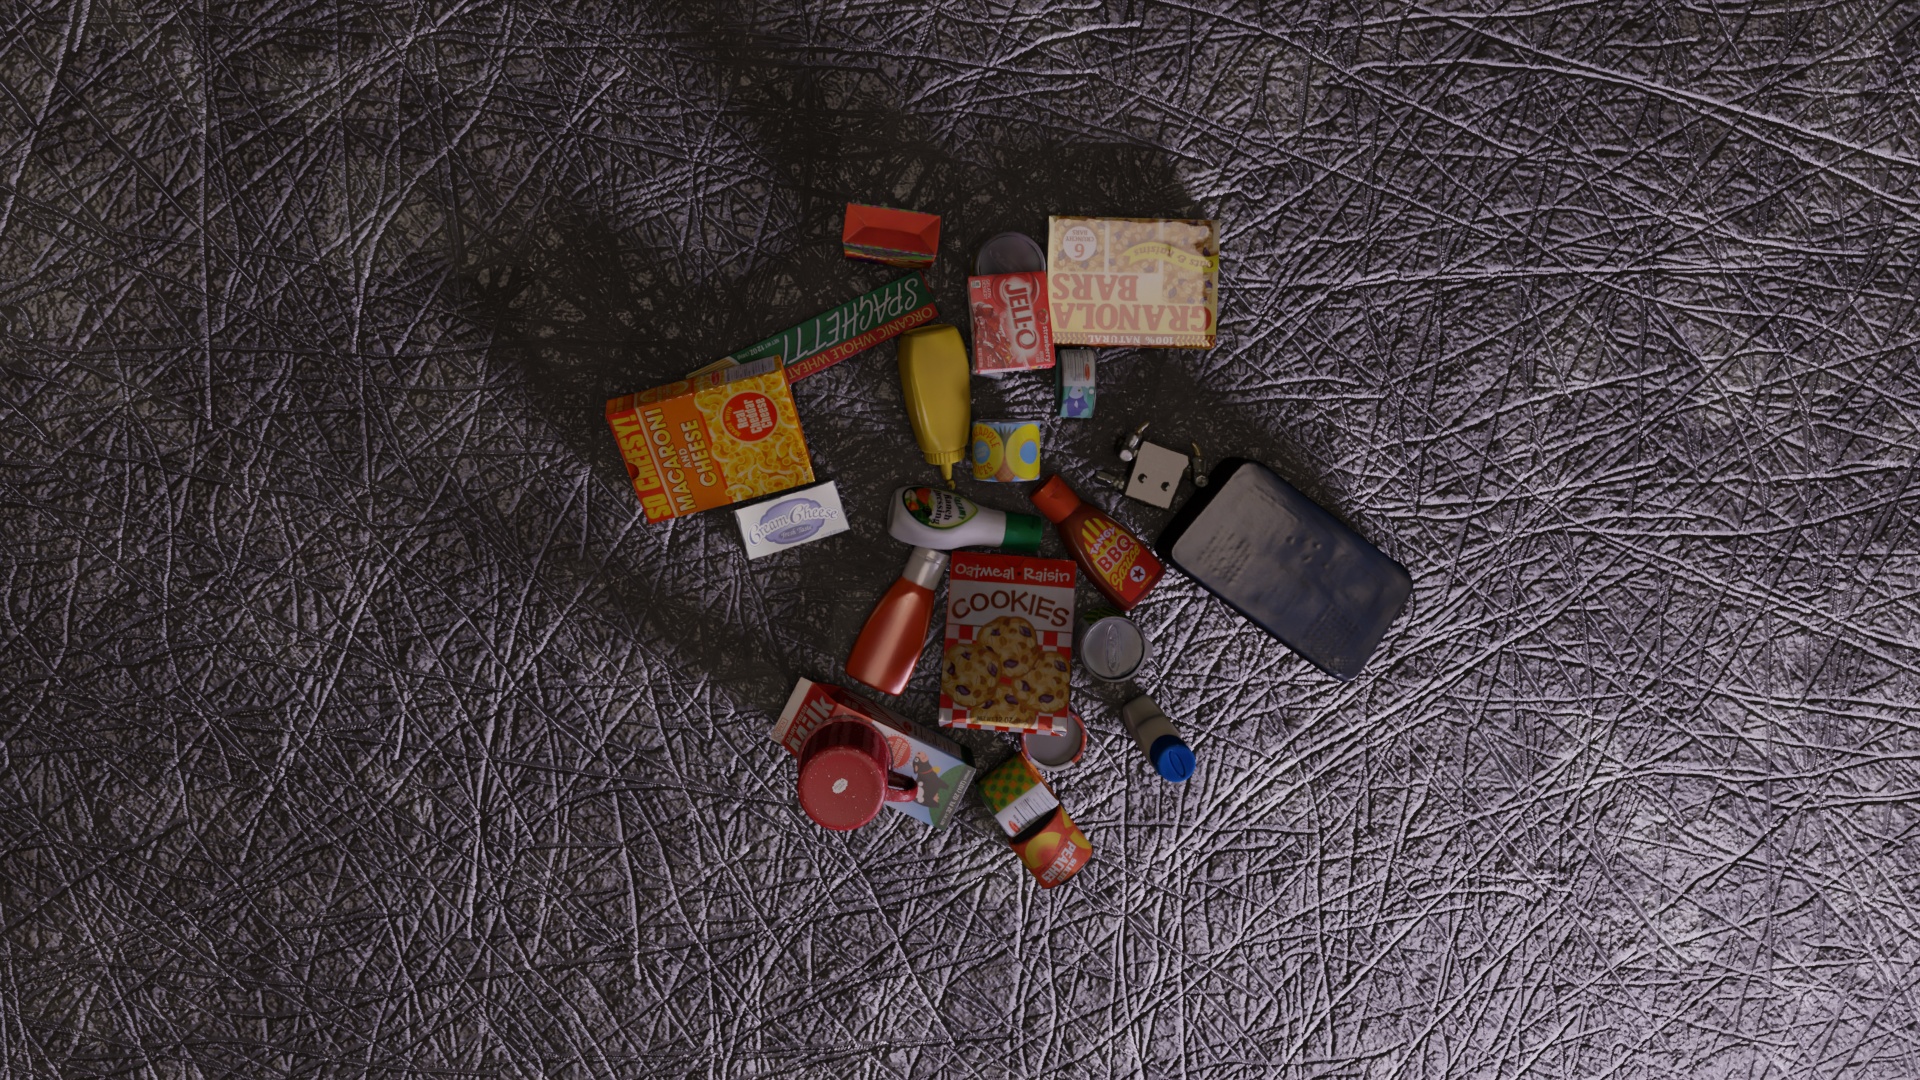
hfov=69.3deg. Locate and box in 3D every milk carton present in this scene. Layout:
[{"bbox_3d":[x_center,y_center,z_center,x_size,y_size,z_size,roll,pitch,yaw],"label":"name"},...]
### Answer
[{"bbox_3d":[-0.086,0.204,1.361,0.190,0.073,0.072,27,95,-6],"label":"milk carton"}]

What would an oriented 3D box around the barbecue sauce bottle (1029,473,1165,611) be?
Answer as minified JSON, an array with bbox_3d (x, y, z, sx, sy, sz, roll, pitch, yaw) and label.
[{"bbox_3d":[0.131,-0.002,1.365,0.148,0.043,0.065,45,75,-7],"label":"barbecue sauce bottle"}]

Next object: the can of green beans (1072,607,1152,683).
[{"bbox_3d":[0.147,0.102,1.372,0.071,0.058,0.071,0,97,-4],"label":"can of green beans"}]

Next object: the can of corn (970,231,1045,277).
[{"bbox_3d":[0.043,-0.256,1.324,0.071,0.058,0.071,0,97,-4],"label":"can of corn"}]

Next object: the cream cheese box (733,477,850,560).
[{"bbox_3d":[-0.164,-0.021,1.355,0.104,0.024,0.053,-18,96,-2],"label":"cream cheese box"}]

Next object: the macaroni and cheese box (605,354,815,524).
[{"bbox_3d":[-0.234,-0.094,1.311,0.166,0.040,0.123,-15,122,-2],"label":"macaroni and cheese box"}]

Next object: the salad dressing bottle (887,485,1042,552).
[{"bbox_3d":[0.005,-0.017,1.351,0.148,0.064,0.043,9,137,-12],"label":"salad dressing bottle"}]

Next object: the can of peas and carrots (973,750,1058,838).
[{"bbox_3d":[0.055,0.250,1.381,0.059,0.071,0.071,-37,98,1],"label":"can of peas and carrots"}]

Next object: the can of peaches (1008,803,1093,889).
[{"bbox_3d":[0.090,0.305,1.385,0.071,0.071,0.058,-37,97,1],"label":"can of peaches"}]

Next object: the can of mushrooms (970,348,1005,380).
[{"bbox_3d":[0.031,-0.190,1.326,0.033,0.071,0.071,9,96,-3],"label":"can of mushrooms"}]

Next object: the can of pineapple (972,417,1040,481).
[{"bbox_3d":[0.043,-0.088,1.338,0.071,0.071,0.057,-1,97,-4],"label":"can of pineapple"}]

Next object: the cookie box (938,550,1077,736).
[{"bbox_3d":[0.046,0.099,1.340,0.123,0.040,0.168,4,75,2],"label":"cookie box"}]

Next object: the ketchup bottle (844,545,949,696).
[{"bbox_3d":[-0.057,0.075,1.363,0.065,0.043,0.148,24,94,-7],"label":"ketchup bottle"}]

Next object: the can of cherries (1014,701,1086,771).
[{"bbox_3d":[0.089,0.187,1.378,0.071,0.058,0.071,0,97,-4],"label":"can of cherries"}]

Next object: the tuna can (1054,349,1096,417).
[{"bbox_3d":[0.110,-0.150,1.339,0.033,0.071,0.071,1,97,-3],"label":"tuna can"}]

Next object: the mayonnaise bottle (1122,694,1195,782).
[{"bbox_3d":[0.193,0.195,1.340,0.041,0.148,0.064,-28,98,0],"label":"mayonnaise bottle"}]

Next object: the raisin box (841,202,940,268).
[{"bbox_3d":[-0.064,-0.279,1.281,0.086,0.123,0.040,6,95,-5],"label":"raisin box"}]

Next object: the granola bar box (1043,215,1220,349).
[{"bbox_3d":[0.163,-0.248,1.342,0.166,0.039,0.124,1,96,-4],"label":"granola bar box"}]

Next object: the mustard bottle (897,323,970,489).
[{"bbox_3d":[-0.021,-0.125,1.334,0.065,0.049,0.159,-12,109,-18],"label":"mustard bottle"}]

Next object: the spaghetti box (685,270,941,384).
[{"bbox_3d":[-0.141,-0.188,1.335,0.250,0.029,0.050,-24,99,0],"label":"spaghetti box"}]
